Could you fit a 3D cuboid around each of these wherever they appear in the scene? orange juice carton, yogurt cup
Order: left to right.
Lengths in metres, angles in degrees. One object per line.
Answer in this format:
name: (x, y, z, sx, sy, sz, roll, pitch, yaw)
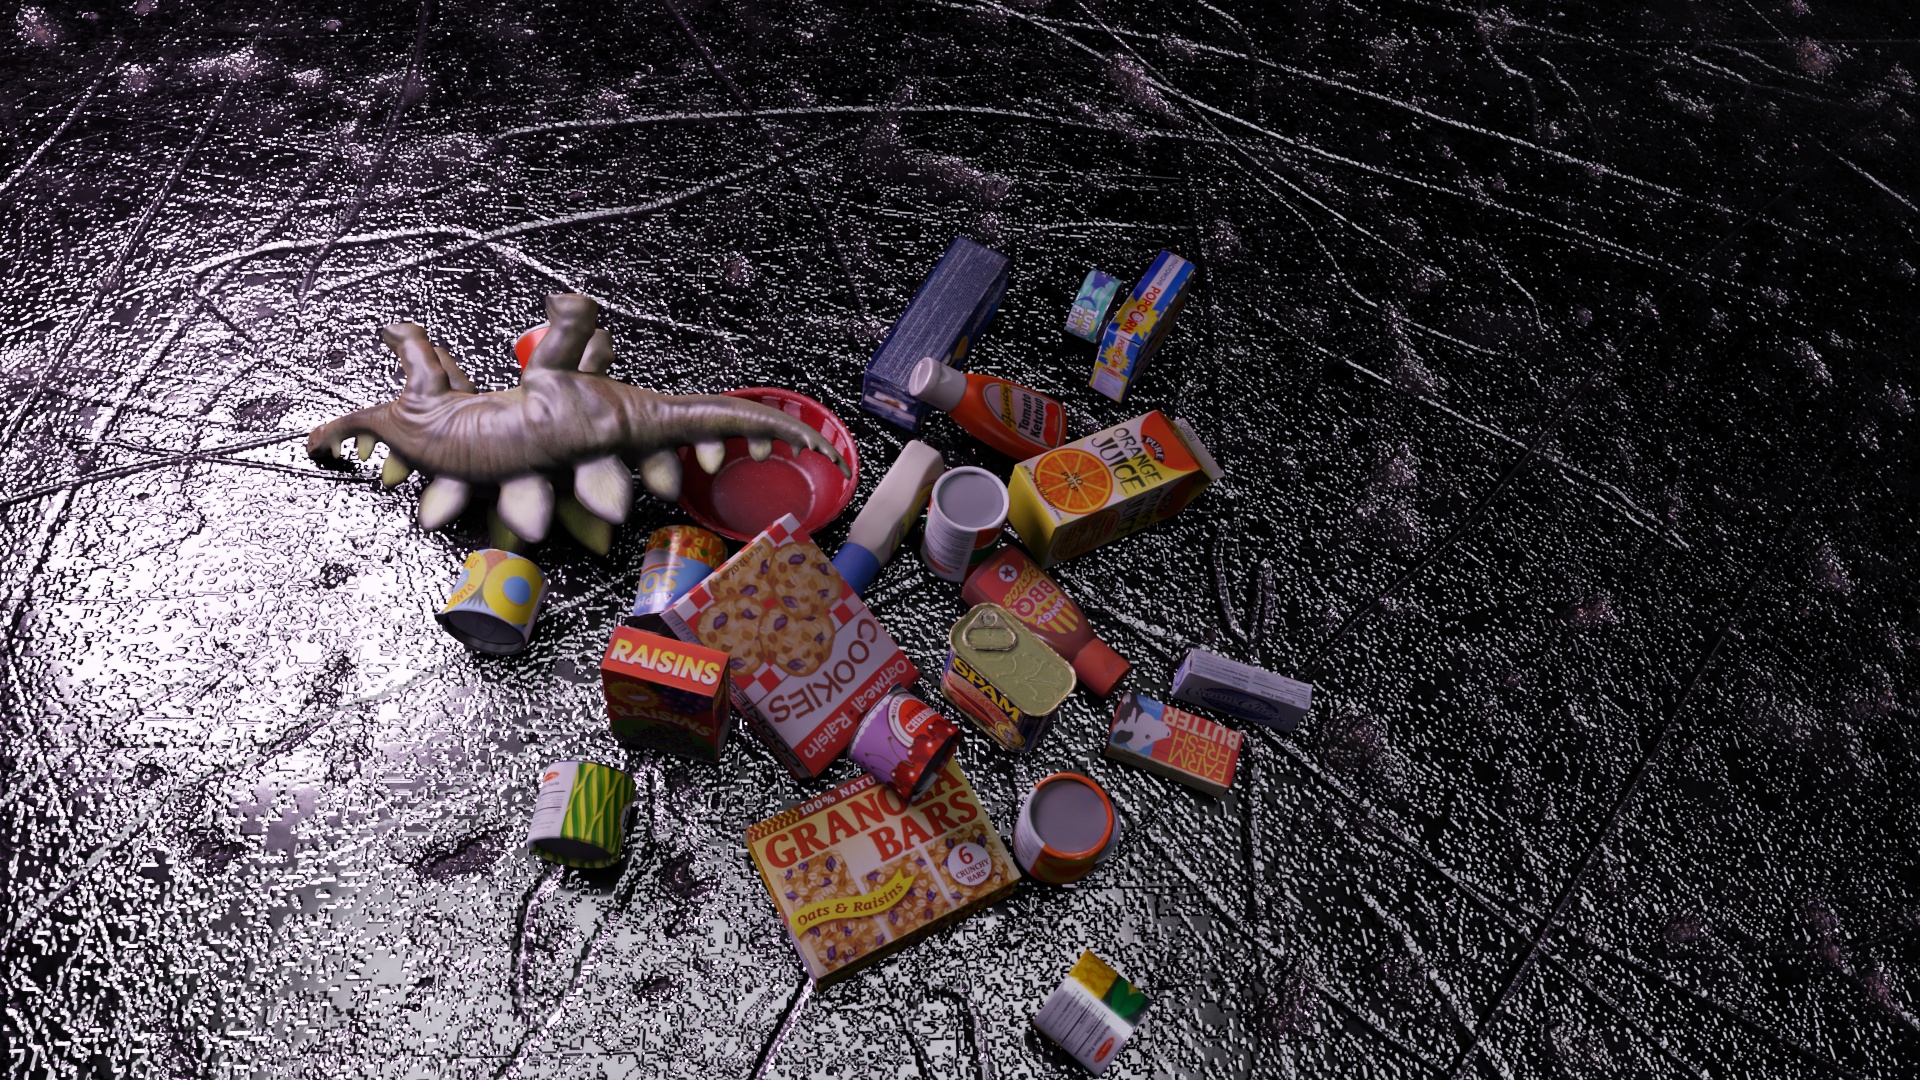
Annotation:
yogurt cup: (-0.350, -0.150, 1.211, 0.072, 0.072, 0.054, -10, 68, -16)
orange juice carton: (0.139, -0.052, 1.225, 0.193, 0.072, 0.072, -22, 64, -22)

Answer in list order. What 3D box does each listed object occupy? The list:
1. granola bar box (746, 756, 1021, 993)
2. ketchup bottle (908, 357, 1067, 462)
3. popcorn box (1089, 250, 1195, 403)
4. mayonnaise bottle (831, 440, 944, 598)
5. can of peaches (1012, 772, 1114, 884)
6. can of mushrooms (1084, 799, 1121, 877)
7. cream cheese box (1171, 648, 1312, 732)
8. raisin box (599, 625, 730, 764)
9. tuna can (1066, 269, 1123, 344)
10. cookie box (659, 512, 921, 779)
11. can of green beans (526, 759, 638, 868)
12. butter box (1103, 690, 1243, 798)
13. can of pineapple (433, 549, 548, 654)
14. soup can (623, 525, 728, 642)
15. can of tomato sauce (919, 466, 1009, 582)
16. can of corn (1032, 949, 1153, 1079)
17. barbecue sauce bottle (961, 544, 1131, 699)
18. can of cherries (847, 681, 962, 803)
granola bar box: (-0.058, 0.237, 1.025, 0.166, 0.038, 0.124, -21, 62, -21)
ketchup bottle: (0.025, -0.117, 1.228, 0.149, 0.043, 0.065, 21, 61, -29)
popcorn box: (0.173, -0.204, 1.321, 0.038, 0.084, 0.127, 29, 58, 10)
mayonnaise bottle: (-0.065, -0.014, 1.174, 0.041, 0.064, 0.149, 26, 61, 10)
can of peaches: (0.077, 0.210, 1.014, 0.071, 0.057, 0.071, 3, 58, -5)
can of mushrooms: (0.085, 0.224, 1.062, 0.071, 0.033, 0.071, 5, 57, -7)
cream cheese box: (0.230, 0.123, 1.139, 0.104, 0.053, 0.024, 17, 58, 2)
raisin box: (-0.215, 0.115, 1.026, 0.086, 0.122, 0.040, 15, 58, 1)
tuna can: (0.129, -0.224, 1.338, 0.033, 0.070, 0.071, 24, 57, 8)
cookie box: (-0.128, 0.082, 1.073, 0.123, 0.040, 0.167, -42, 99, -29)
can of green beans: (-0.272, 0.197, 0.998, 0.071, 0.071, 0.058, 9, 57, -4)
butter box: (0.172, 0.164, 1.120, 0.103, 0.024, 0.053, 20, 57, 4)
can of pineapple: (-0.362, 0.047, 1.078, 0.071, 0.070, 0.058, 12, 56, -2)
soup can: (-0.226, 0.038, 1.106, 0.071, 0.071, 0.084, 7, 56, -5)
can of tomato sauce: (0.004, -0.015, 1.171, 0.071, 0.082, 0.071, 4, 58, -7)
can of corn: (0.093, 0.331, 0.976, 0.058, 0.070, 0.071, 36, 59, 14)
barbecue sauce bottle: (0.074, 0.070, 1.152, 0.149, 0.043, 0.065, 41, 59, 16)
can of cherries: (-0.040, 0.148, 1.020, 0.058, 0.071, 0.072, 34, 59, 16)
